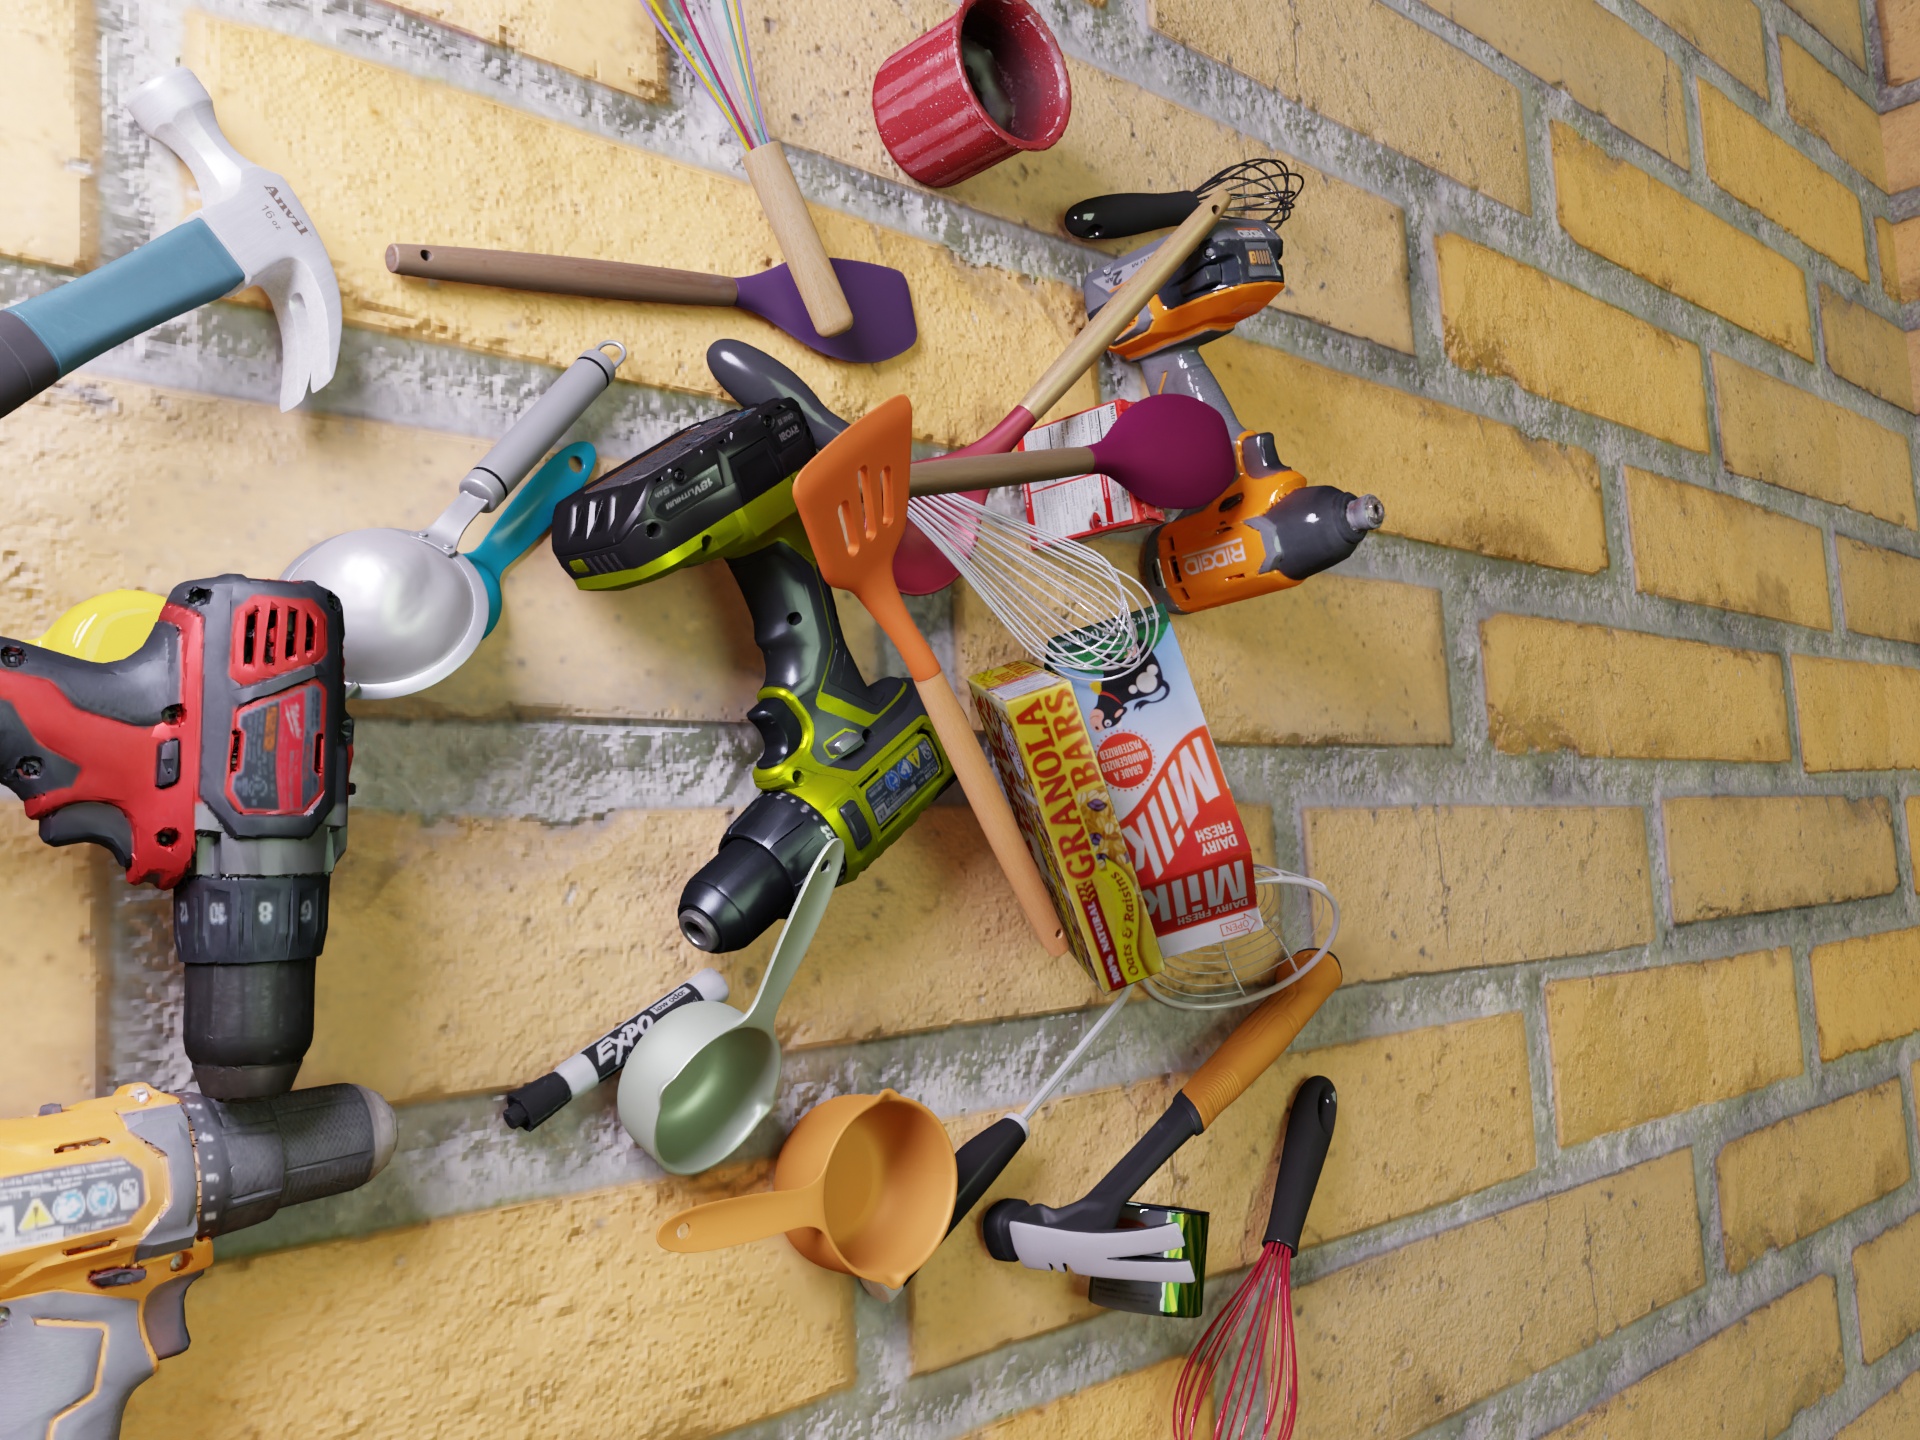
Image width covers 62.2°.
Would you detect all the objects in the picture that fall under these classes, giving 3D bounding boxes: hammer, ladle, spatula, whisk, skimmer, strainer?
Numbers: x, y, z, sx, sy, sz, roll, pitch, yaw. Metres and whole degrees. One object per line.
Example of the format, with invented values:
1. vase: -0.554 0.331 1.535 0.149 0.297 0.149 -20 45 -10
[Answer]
1. hammer: 0.155 0.223 0.956 0.337 0.127 0.034 -30 106 -48
2. ladle: 0.054 -0.193 0.904 0.315 0.031 0.069 -49 113 -11
3. spatula: -0.001 -0.003 0.790 0.081 0.041 0.322 -44 123 -32
4. whisk: -0.109 -0.317 0.820 0.047 0.051 0.245 -35 105 -48
5. skimmer: 0.090 0.206 0.902 0.363 0.090 0.127 -41 150 -36
6. whisk: 0.156 -0.351 1.083 0.239 0.055 0.055 -22 99 -40
7. spatula: -0.137 -0.216 0.803 0.315 0.018 0.060 -8 86 -45
8. hammer: -0.323 -0.120 0.530 0.128 0.033 0.331 55 32 -21
9. strainer: -0.213 -0.097 0.688 0.087 0.050 0.259 24 50 4
10. whisk: -0.015 -0.110 0.841 0.284 0.070 0.070 34 60 -13
11. whisk: 0.197 0.352 1.007 0.073 0.073 0.296 49 48 -27

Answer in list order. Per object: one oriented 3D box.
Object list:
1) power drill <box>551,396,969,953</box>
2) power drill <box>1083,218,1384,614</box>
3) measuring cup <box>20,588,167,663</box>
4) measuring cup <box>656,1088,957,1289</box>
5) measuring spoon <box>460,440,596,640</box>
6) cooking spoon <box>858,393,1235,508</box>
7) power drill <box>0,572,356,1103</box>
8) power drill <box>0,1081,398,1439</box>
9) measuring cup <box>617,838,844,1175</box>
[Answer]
1. power drill: -0.098 -0.020 0.765 0.190 0.080 0.228 -42 117 -40
2. power drill: 0.172 -0.190 0.993 0.084 0.164 0.226 -16 93 -43
3. measuring cup: -0.347 -0.023 0.564 0.156 0.029 0.062 3 81 -45
4. measuring cup: -0.081 0.229 0.764 0.173 0.052 0.095 2 82 -41
5. measuring spoon: -0.199 -0.086 0.720 0.042 0.021 0.129 49 54 -27
6. cooking spoon: 0.050 -0.136 0.846 0.319 0.017 0.069 -15 92 -42
7. power drill: -0.319 0.039 0.527 0.226 0.080 0.188 3 86 -36
8. power drill: -0.281 0.241 0.556 0.185 0.084 0.226 -2 80 -45
9. measuring cup: -0.102 0.125 0.731 0.083 0.038 0.167 30 84 -56
